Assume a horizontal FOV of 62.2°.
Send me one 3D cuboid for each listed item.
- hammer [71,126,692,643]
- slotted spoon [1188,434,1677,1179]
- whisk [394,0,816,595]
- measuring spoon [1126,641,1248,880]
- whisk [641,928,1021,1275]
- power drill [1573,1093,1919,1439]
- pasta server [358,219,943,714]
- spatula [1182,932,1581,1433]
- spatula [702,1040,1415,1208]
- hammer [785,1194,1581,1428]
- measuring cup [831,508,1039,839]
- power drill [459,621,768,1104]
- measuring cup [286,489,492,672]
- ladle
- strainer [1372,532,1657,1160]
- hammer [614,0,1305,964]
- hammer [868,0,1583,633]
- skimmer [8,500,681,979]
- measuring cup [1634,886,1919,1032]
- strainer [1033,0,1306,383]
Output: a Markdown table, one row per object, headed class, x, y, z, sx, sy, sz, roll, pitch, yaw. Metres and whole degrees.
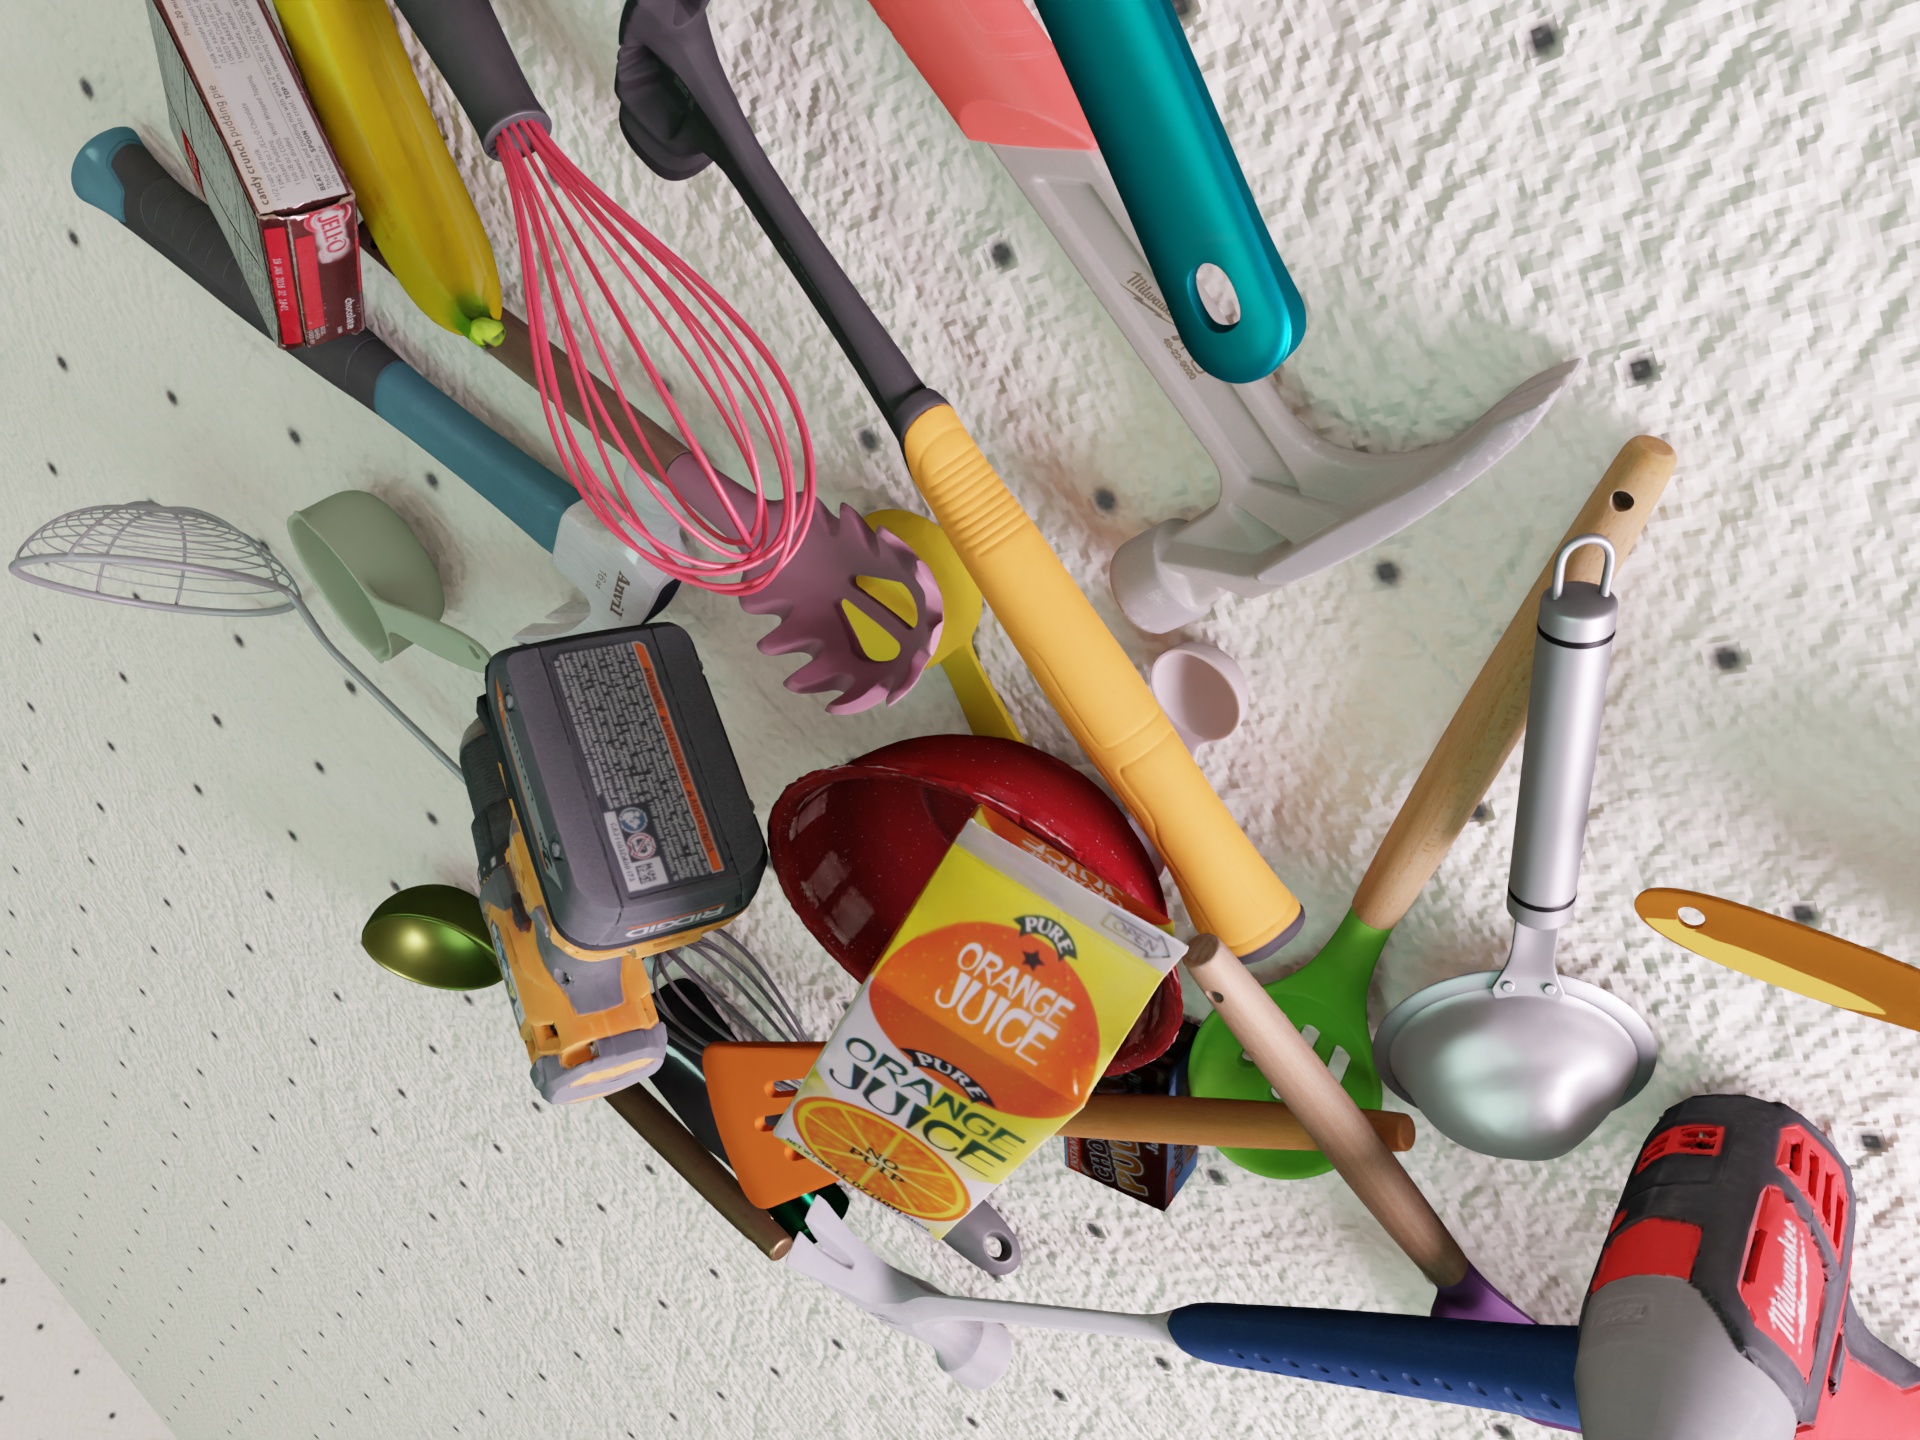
| class | x | y | z | sx | sy | sz | roll | pitch | yaw |
| --- | --- | --- | --- | --- | --- | --- | --- | --- | --- |
| hammer | -0.245 | -0.146 | 0.659 | 0.331 | 0.033 | 0.128 | 37 | 136 | 10 |
| slotted spoon | 0.142 | 0.045 | 0.500 | 0.070 | 0.031 | 0.313 | 31 | 134 | 16 |
| whisk | -0.132 | -0.168 | 0.502 | 0.073 | 0.073 | 0.296 | -38 | 78 | 48 |
| measuring spoon | 0.075 | 0.017 | 0.545 | 0.034 | 0.018 | 0.124 | 35 | 144 | 21 |
| whisk | -0.063 | 0.181 | 0.752 | 0.239 | 0.055 | 0.055 | 42 | 138 | 0 |
| power drill | 0.266 | 0.230 | 0.455 | 0.219 | 0.143 | 0.078 | 46 | 140 | -3 |
| pasta server | -0.122 | -0.104 | 0.563 | 0.316 | 0.040 | 0.060 | 38 | 104 | 22 |
| spatula | 0.151 | 0.171 | 0.534 | 0.060 | 0.018 | 0.315 | -7 | 134 | 41 |
| spatula | 0.023 | 0.158 | 0.622 | 0.323 | 0.041 | 0.081 | -10 | 100 | 41 |
| hammer | 0.080 | 0.243 | 0.638 | 0.144 | 0.035 | 0.405 | 41 | 146 | -23 |
| measuring cup | -0.001 | -0.002 | 0.575 | 0.062 | 0.029 | 0.156 | -12 | 113 | 43 |
| power drill | -0.161 | 0.043 | 0.660 | 0.185 | 0.084 | 0.226 | 67 | 151 | 20 |
| measuring cup | -0.235 | -0.055 | 0.692 | 0.168 | 0.038 | 0.083 | 22 | 141 | 41 |
| ladle | -0.198 | 0.175 | 0.798 | 0.320 | 0.062 | 0.078 | 32 | 155 | 35 |
| strainer | 0.168 | 0.059 | 0.466 | 0.087 | 0.050 | 0.258 | 1 | 126 | 12 |
| hammer | 0.007 | -0.064 | 0.476 | 0.336 | 0.034 | 0.127 | 55 | 171 | -10 |
| hammer | 0.005 | -0.192 | 0.422 | 0.149 | 0.037 | 0.359 | -29 | 101 | 47 |
| skimmer | -0.298 | 0.020 | 0.784 | 0.363 | 0.090 | 0.127 | 43 | 170 | 0 |
| measuring cup | 0.264 | 0.062 | 0.397 | 0.174 | 0.052 | 0.095 | 19 | 131 | 29 |
| strainer | 0.014 | -0.241 | 0.335 | 0.211 | 0.095 | 0.340 | -9 | 116 | 43 |
